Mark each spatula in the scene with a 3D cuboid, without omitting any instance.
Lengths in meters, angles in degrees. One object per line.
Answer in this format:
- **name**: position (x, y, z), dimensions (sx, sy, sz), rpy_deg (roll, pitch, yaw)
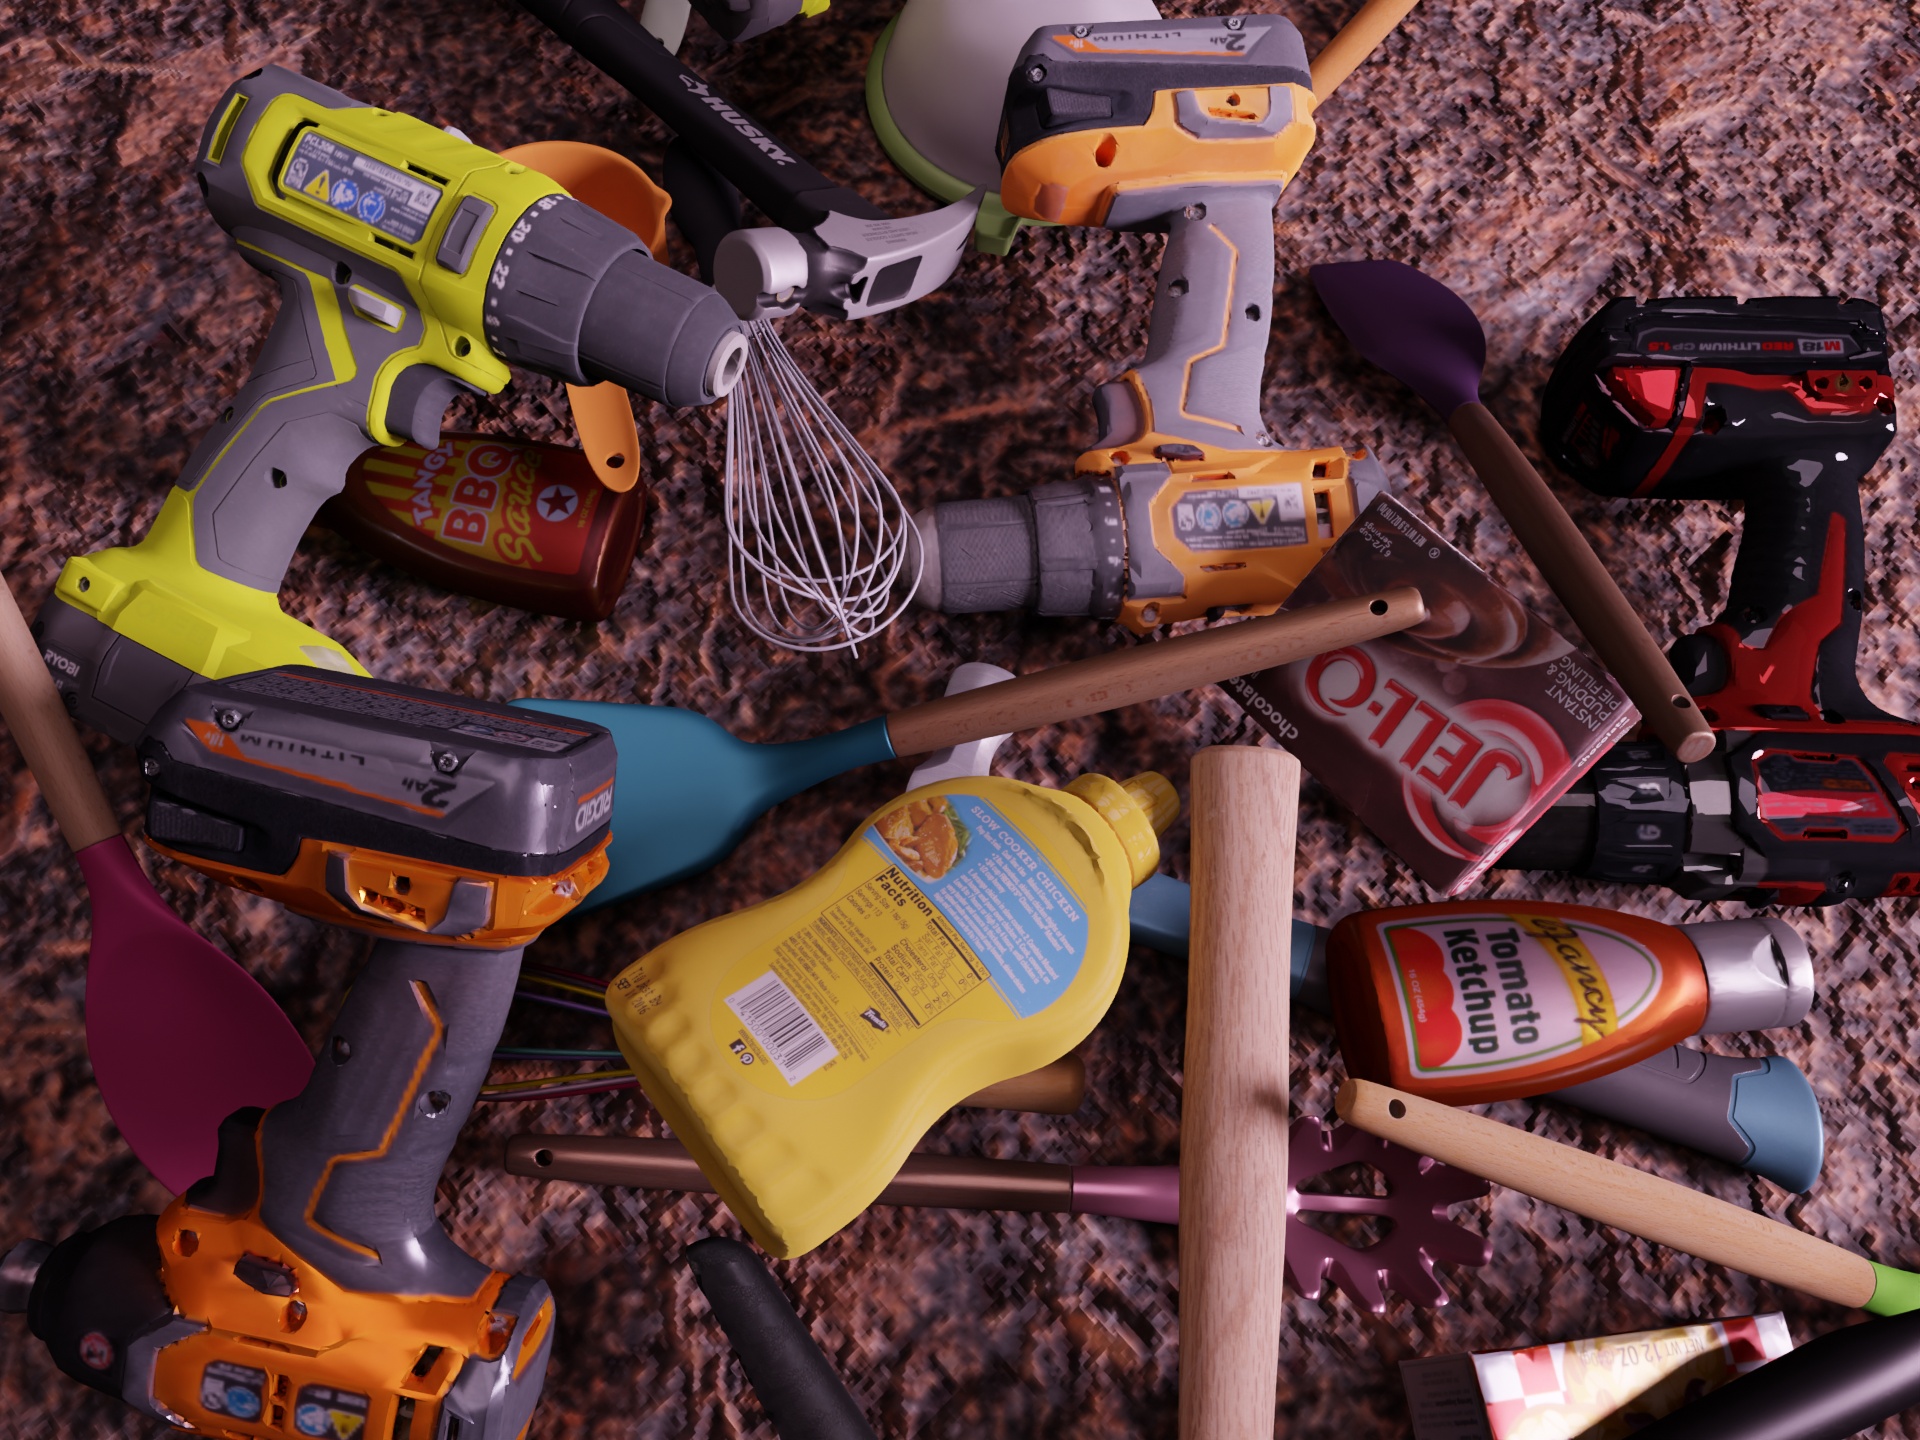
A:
- **spatula**: position (-0.001, -0.002, 0.542), dimensions (0.317, 0.044, 0.082), rpy_deg (-14, 73, 9)
- **spatula**: position (0.236, -0.371, 0.768), dimensions (0.081, 0.041, 0.322), rpy_deg (38, 74, 12)
- **spatula**: position (0.198, -0.097, 0.584), dimensions (0.059, 0.018, 0.316), rpy_deg (-5, 42, -5)

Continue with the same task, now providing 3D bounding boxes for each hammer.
- **hammer**: position (0.133, 0.087, 0.554), dimensions (0.331, 0.033, 0.128), rpy_deg (19, 66, 5)
- **hammer**: position (0.084, 0.171, 0.480), dimensions (0.130, 0.031, 0.331), rpy_deg (4, 76, 4)
- **hammer**: position (-0.132, -0.278, 0.670), dimensions (0.335, 0.035, 0.146), rpy_deg (44, 42, 21)

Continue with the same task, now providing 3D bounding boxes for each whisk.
- **whisk**: position (-0.082, 0.110, 0.525), dimensions (0.245, 0.051, 0.047), rpy_deg (6, 89, 0)
- **whisk**: position (-0.080, -0.138, 0.618), dimensions (0.070, 0.070, 0.285), rpy_deg (-15, 57, -9)

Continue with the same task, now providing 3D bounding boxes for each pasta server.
- **pasta server**: position (0.009, 0.151, 0.517), dimensions (0.316, 0.040, 0.060), rpy_deg (4, 77, 0)

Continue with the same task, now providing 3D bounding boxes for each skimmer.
- **skimmer**: position (0.354, 0.166, 0.455), dimensions (0.363, 0.090, 0.127), rpy_deg (-15, 94, -16)

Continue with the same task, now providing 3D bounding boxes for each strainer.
- **strainer**: position (0.002, -0.337, 0.712), dimensions (0.151, 0.069, 0.256), rpy_deg (-34, 74, -16)

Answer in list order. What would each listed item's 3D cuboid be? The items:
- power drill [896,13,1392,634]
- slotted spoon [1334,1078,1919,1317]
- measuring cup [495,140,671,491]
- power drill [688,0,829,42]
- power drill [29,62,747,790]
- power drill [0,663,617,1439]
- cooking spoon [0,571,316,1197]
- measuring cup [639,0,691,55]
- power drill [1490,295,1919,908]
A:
- **power drill**: position (0.060, -0.145, 0.612), dimensions (0.185, 0.084, 0.226), rpy_deg (-5, 83, -5)
- **slotted spoon**: position (0.258, 0.165, 0.495), dimensions (0.313, 0.031, 0.070), rpy_deg (21, 62, -9)
- **measuring cup**: position (-0.149, -0.148, 0.626), dimensions (0.095, 0.052, 0.174), rpy_deg (-15, 66, -11)
- **power drill**: position (-0.029, -0.386, 0.680), dimensions (0.223, 0.080, 0.171), rpy_deg (-27, 55, -12)
- **power drill**: position (-0.195, -0.085, 0.539), dimensions (0.190, 0.080, 0.228), rpy_deg (26, 91, 7)
- **power drill**: position (-0.192, 0.103, 0.463), dimensions (0.164, 0.084, 0.226), rpy_deg (11, 98, 1)
- **cooking spoon**: position (-0.282, 0.015, 0.501), dimensions (0.069, 0.017, 0.319), rpy_deg (-23, 96, 4)
- **measuring cup**: position (-0.131, -0.376, 0.738), dimensions (0.083, 0.038, 0.168), rpy_deg (6, 67, -1)
- **power drill**: position (0.268, -0.042, 0.597), dimensions (0.188, 0.080, 0.227), rpy_deg (1, 70, 4)
